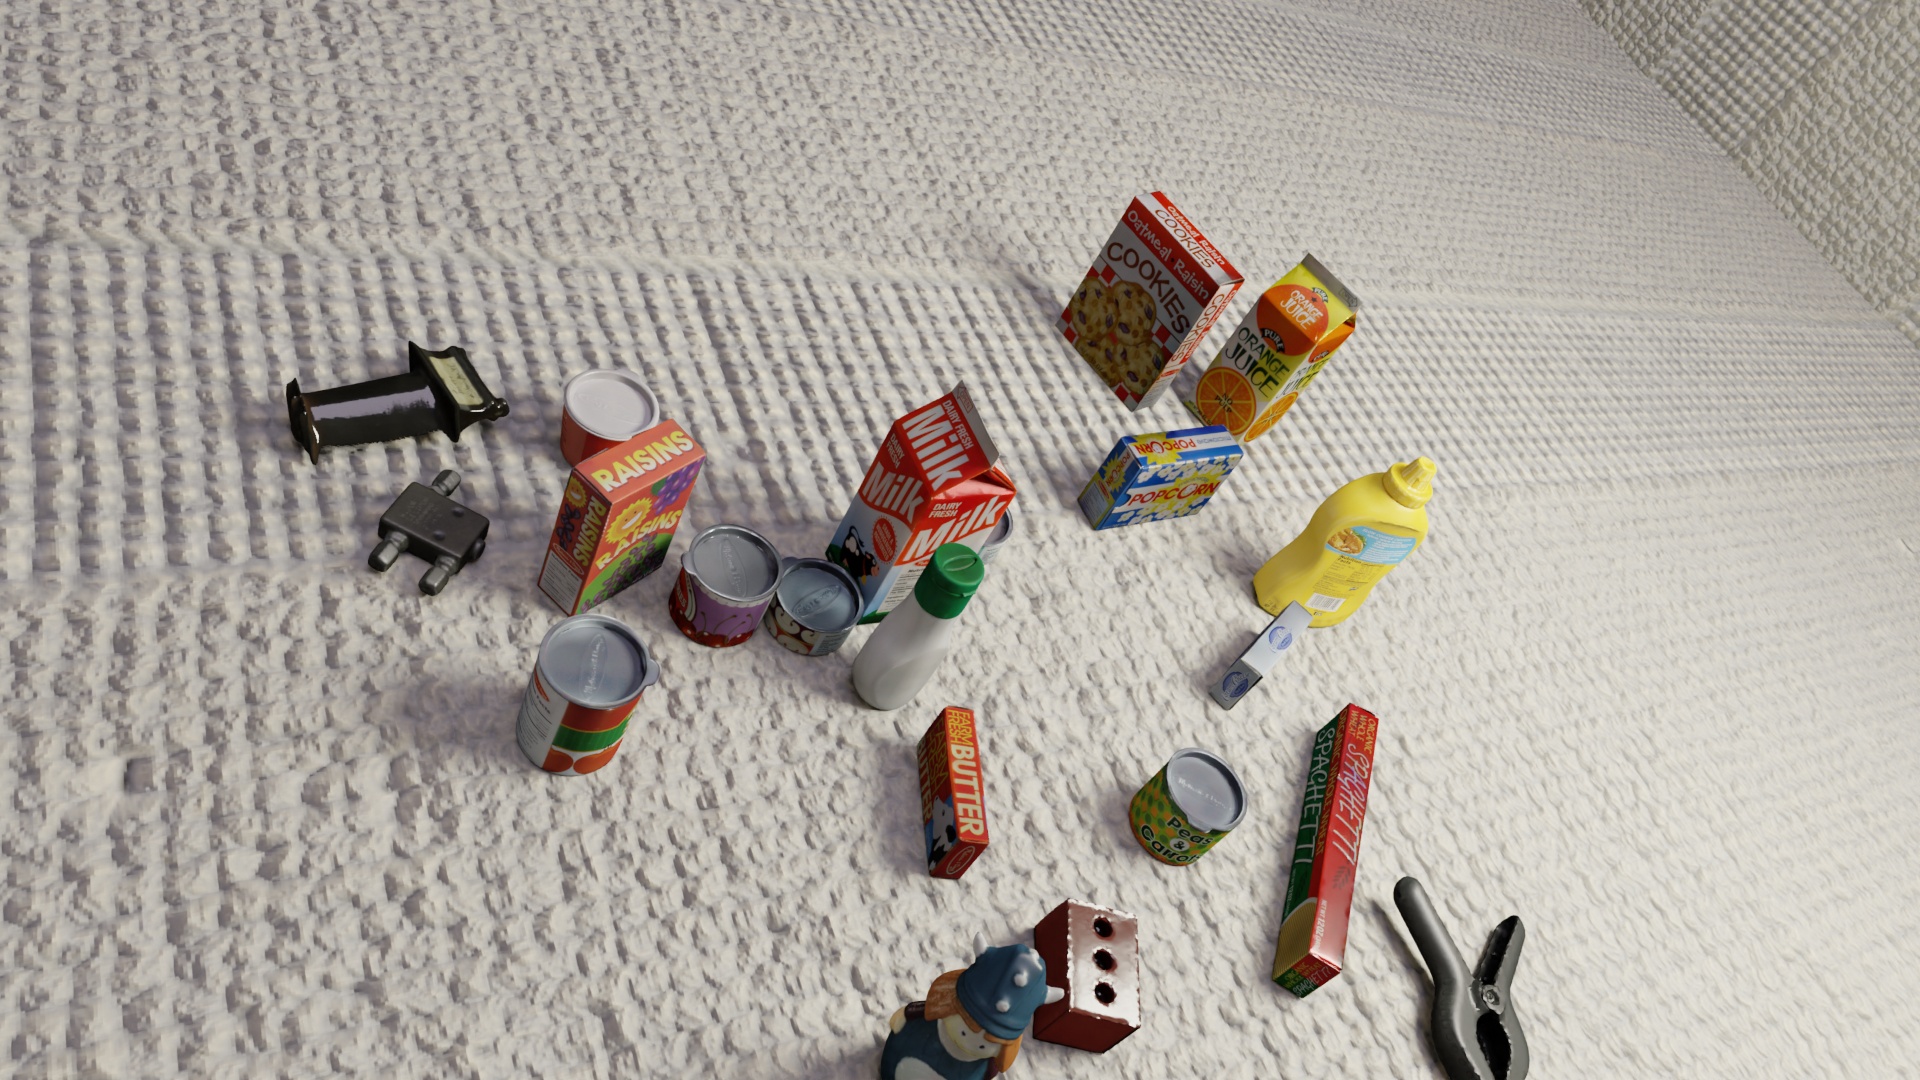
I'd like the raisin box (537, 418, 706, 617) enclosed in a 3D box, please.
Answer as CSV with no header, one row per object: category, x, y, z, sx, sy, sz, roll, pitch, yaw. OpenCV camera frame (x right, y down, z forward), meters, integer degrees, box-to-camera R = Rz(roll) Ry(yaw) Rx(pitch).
raisin box,-0.225,-0.014,0.918,0.040,0.122,0.086,43,44,11

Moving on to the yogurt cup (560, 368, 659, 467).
yogurt cup,-0.259,-0.083,1.010,0.072,0.053,0.073,16,46,-17

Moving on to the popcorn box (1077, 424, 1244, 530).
popcorn box,0.175,-0.055,1.210,0.127,0.084,0.038,-9,57,-35

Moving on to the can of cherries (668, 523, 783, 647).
can of cherries,-0.165,0.031,0.958,0.071,0.058,0.072,16,46,-17

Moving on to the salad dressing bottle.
salad dressing bottle,-0.028,0.059,0.947,0.064,0.146,0.044,-14,60,-38

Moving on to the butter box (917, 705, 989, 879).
butter box,-0.006,0.168,0.931,0.024,0.052,0.104,11,47,-21

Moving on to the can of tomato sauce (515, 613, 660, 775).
can of tomato sauce,-0.229,0.095,0.847,0.071,0.082,0.071,16,46,-17

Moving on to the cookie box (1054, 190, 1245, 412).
cookie box,0.174,-0.222,1.299,0.040,0.166,0.123,-21,64,-40

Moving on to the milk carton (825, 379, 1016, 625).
milk carton,-0.024,-0.025,0.993,0.073,0.189,0.072,-5,55,-33

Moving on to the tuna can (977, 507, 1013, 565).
tuna can,0.004,-0.014,1.113,0.071,0.032,0.071,16,46,-17

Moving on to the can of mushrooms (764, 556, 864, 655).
can of mushrooms,-0.107,0.046,0.996,0.071,0.033,0.071,16,46,-17

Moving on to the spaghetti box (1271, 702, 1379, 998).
spaghetti box,0.277,0.224,1.044,0.029,0.050,0.251,30,43,-3

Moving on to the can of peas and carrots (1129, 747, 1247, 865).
can of peas and carrots,0.163,0.194,0.999,0.071,0.058,0.071,16,46,-17

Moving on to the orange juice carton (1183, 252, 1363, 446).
orange juice carton,0.300,-0.179,1.314,0.073,0.191,0.072,-24,66,-42

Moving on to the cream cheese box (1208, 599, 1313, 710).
cream cheese box,0.247,0.094,1.140,0.024,0.053,0.104,43,44,11
